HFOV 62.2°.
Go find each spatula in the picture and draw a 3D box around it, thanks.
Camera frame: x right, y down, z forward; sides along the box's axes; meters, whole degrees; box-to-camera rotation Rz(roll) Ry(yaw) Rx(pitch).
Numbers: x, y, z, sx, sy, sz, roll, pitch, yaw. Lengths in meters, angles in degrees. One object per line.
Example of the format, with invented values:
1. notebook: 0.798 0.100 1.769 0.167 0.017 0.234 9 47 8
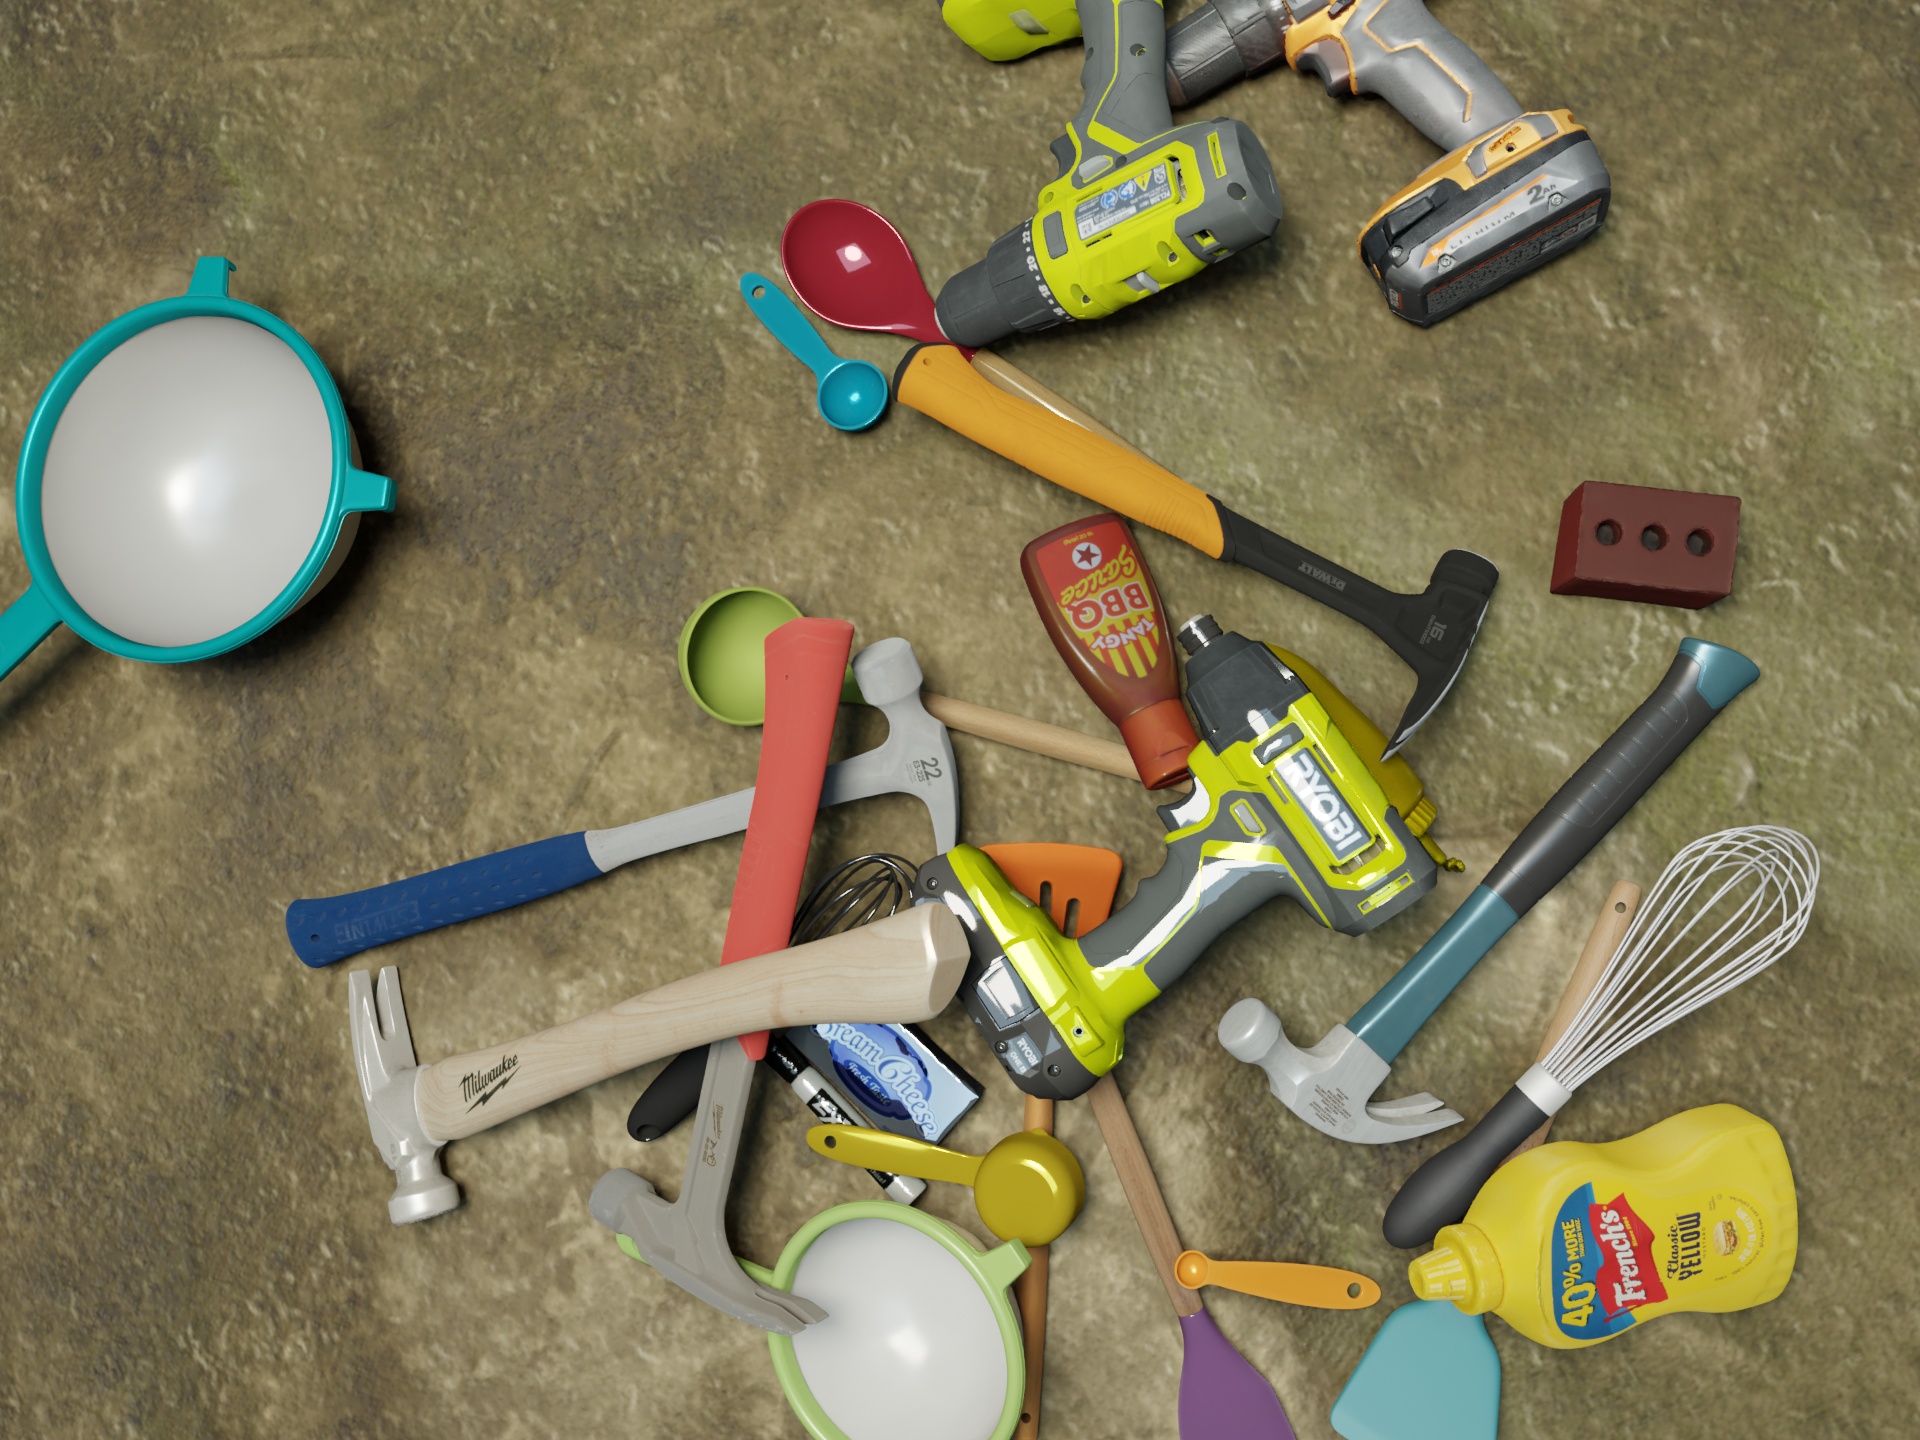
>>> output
1. spatula: 0.286 0.230 0.815 0.082 0.044 0.317 22 88 19
2. spatula: 0.041 0.227 0.857 0.081 0.041 0.322 2 87 4
3. spatula: 0.109 0.287 0.837 0.060 0.018 0.316 -21 91 6

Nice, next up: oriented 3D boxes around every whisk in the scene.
1. whisk: -0.106 0.156 0.867 0.239 0.055 0.055 -45 80 19
2. whisk: 0.311 0.160 0.785 0.070 0.070 0.284 43 97 10

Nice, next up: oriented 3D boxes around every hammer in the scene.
1. hammer: -0.172 0.153 0.820 0.410 0.038 0.146 -22 78 30
2. hammer: -0.193 0.077 0.893 0.405 0.035 0.144 -16 111 13
3. hammer: -0.099 0.125 0.815 0.149 0.036 0.359 18 100 30
4. hammer: 0.285 0.082 0.814 0.331 0.033 0.128 -46 108 -2
5. hammer: 0.111 -0.106 0.841 0.337 0.034 0.127 29 62 8

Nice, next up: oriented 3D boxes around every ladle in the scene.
1. ladle: 0.031 -0.192 0.897 0.315 0.031 0.069 36 87 8
2. ladle: -0.001 -0.003 0.874 0.320 0.062 0.078 16 92 7

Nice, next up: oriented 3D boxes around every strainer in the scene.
1. strainer: -0.069 0.310 0.865 0.256 0.069 0.151 11 99 27
2. strainer: -0.479 -0.091 0.939 0.340 0.095 0.211 -40 78 6

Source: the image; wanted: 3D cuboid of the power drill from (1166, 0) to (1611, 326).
1. power drill: 0.217 -0.327 0.852 0.185 0.084 0.226 -28 78 14

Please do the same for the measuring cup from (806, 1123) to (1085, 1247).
1. measuring cup: -0.013 0.240 0.843 0.156 0.029 0.062 8 94 15

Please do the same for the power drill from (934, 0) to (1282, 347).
1. power drill: 0.057 -0.322 0.851 0.190 0.080 0.229 -18 73 31

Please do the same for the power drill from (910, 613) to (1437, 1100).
1. power drill: 0.094 0.068 0.785 0.223 0.080 0.171 -35 79 7

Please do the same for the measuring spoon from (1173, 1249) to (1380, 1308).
1. measuring spoon: 0.165 0.292 0.832 0.117 0.011 0.021 11 83 -11

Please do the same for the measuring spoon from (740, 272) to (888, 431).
1. measuring spoon: -0.086 -0.215 0.926 0.042 0.021 0.129 -42 72 4
